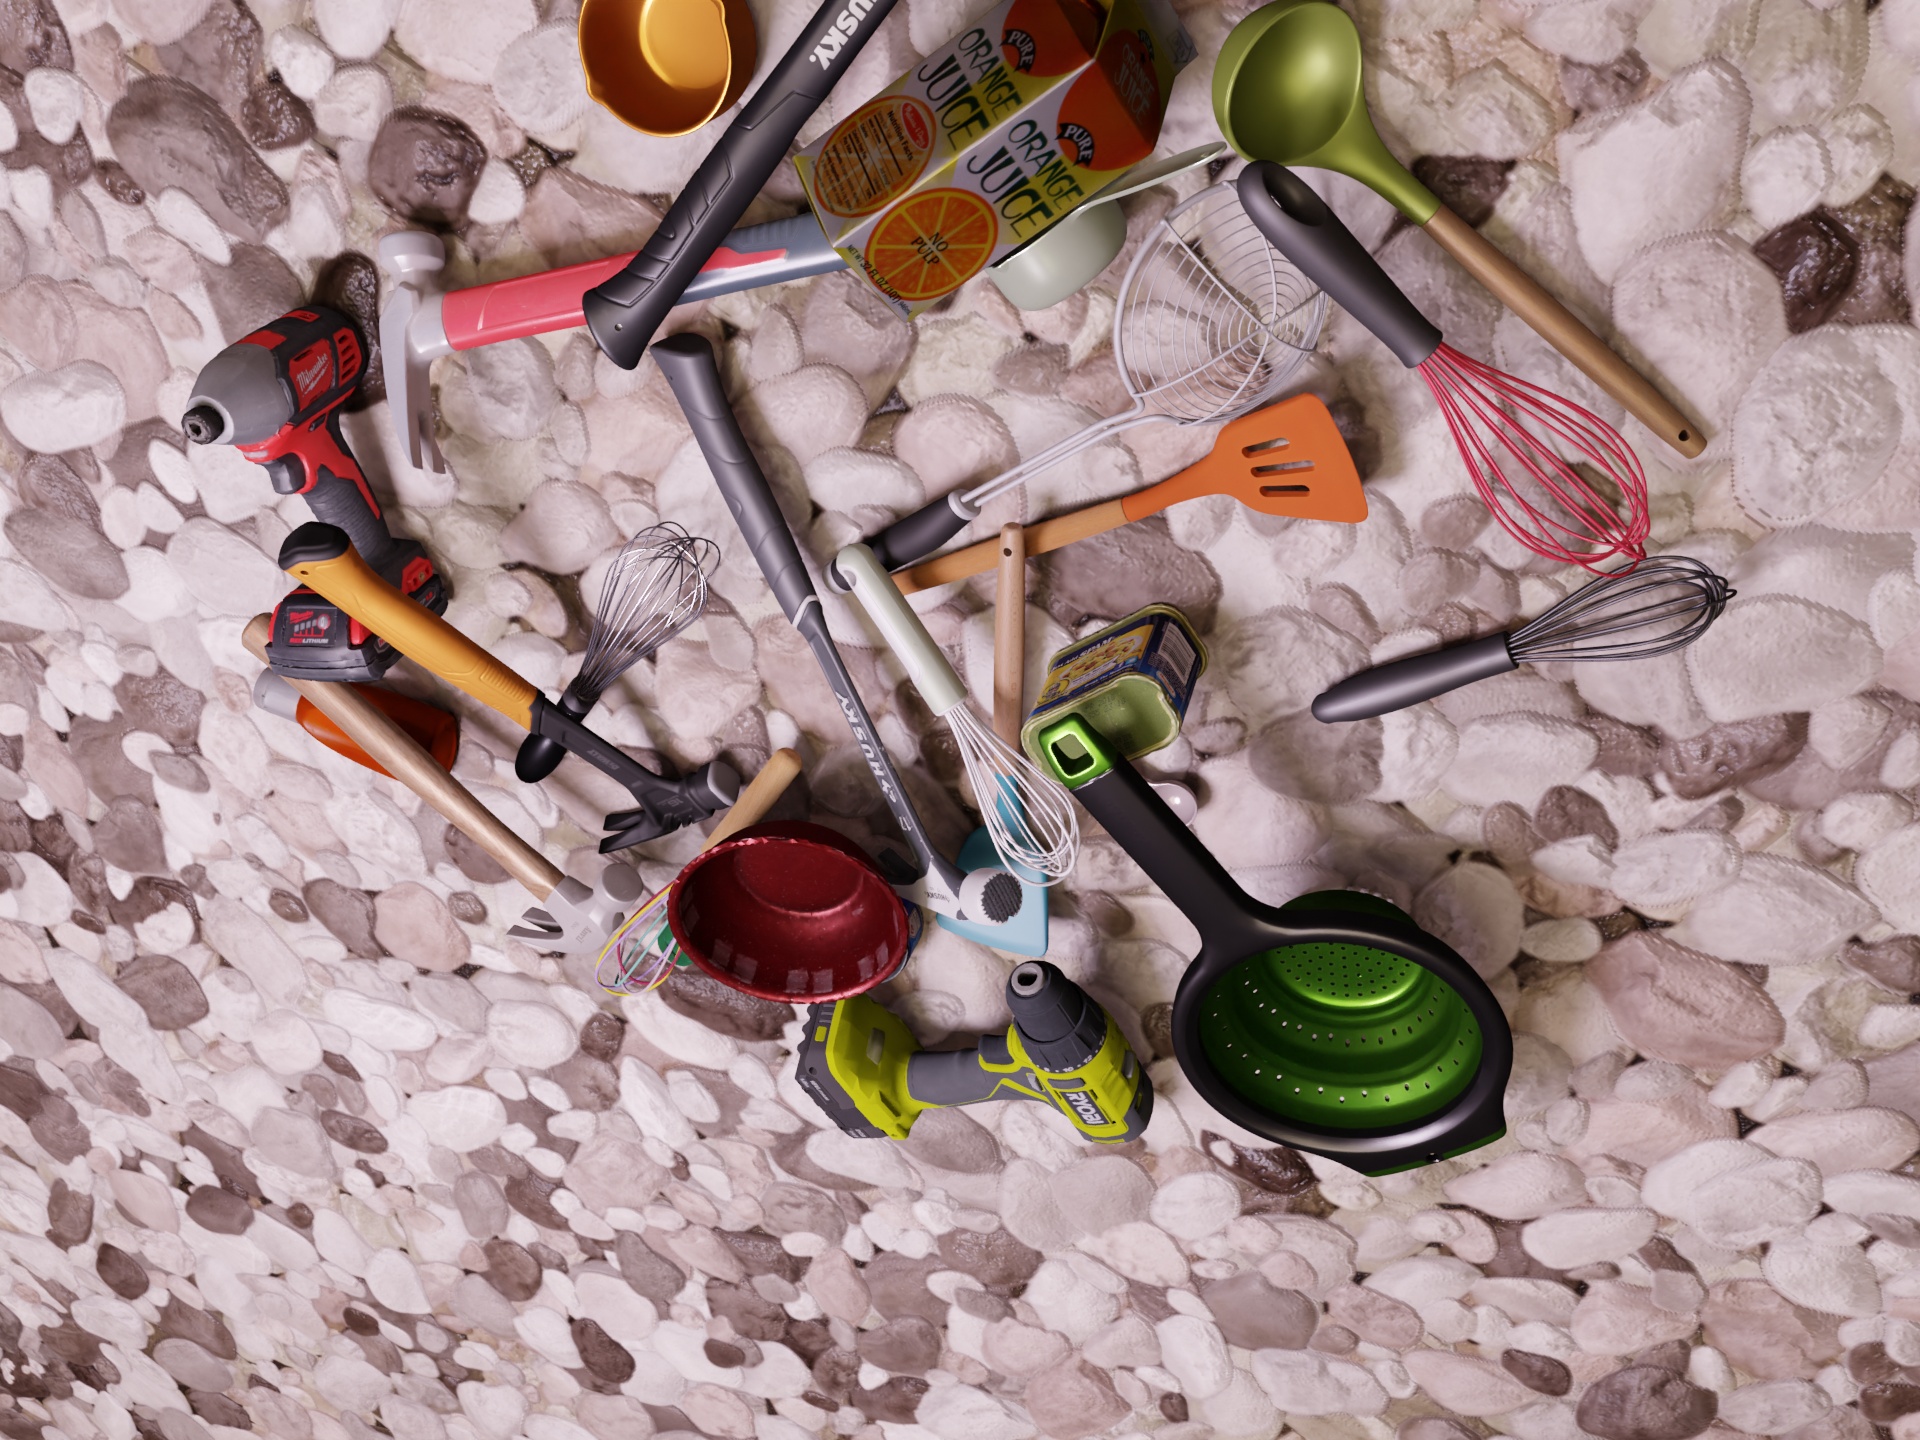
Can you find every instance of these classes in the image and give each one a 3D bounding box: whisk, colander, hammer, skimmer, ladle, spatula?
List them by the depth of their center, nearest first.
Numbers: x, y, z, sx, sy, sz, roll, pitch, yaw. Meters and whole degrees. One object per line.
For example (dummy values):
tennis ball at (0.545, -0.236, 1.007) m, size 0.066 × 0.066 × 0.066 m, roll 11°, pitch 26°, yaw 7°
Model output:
ladle at (0.253, -0.231, 0.781) m, size 0.320 × 0.062 × 0.078 m, roll 38°, pitch 107°, yaw -9°
whisk at (0.244, -0.172, 0.793) m, size 0.295 × 0.073 × 0.073 m, roll 39°, pitch 125°, yaw -16°
hammer at (-0.086, -0.311, 0.814) m, size 0.146 × 0.035 × 0.334 m, roll 34°, pitch 117°, yaw -21°
whisk at (0.306, -0.037, 0.888) m, size 0.239 × 0.055 × 0.055 m, roll -20°, pitch 112°, yaw 32°
skimmer at (0.046, -0.170, 0.898) m, size 0.127 × 0.090 × 0.363 m, roll 22°, pitch 148°, yaw -38°
hammer at (-0.162, -0.239, 0.906) m, size 0.386 × 0.038 × 0.143 m, roll -6°, pitch 89°, yaw 19°
spatula at (0.073, -0.112, 0.926) m, size 0.322 × 0.041 × 0.081 m, roll -16°, pitch 119°, yaw 28°
whisk at (-0.002, -0.003, 0.970) m, size 0.246 × 0.059 × 0.058 m, roll 56°, pitch 155°, yaw -9°
colander at (0.188, 0.119, 0.979) m, size 0.204 × 0.095 × 0.396 m, roll -30°, pitch 113°, yaw 32°
hammer at (-0.090, -0.051, 1.003) m, size 0.149 × 0.036 × 0.408 m, roll 0°, pitch 119°, yaw 57°
spatula at (0.027, 0.018, 1.009) m, size 0.082 × 0.044 × 0.317 m, roll 15°, pitch 130°, yaw 19°
hammer at (-0.301, -0.016, 1.040) m, size 0.127 × 0.034 × 0.336 m, roll -22°, pitch 136°, yaw 29°
whisk at (-0.245, -0.036, 1.077) m, size 0.070 × 0.070 × 0.284 m, roll 39°, pitch 130°, yaw -7°
whisk at (-0.182, 0.111, 1.117) m, size 0.047 × 0.051 × 0.245 m, roll 39°, pitch 112°, yaw -2°
hammer at (-0.373, 0.045, 1.121) m, size 0.331 × 0.031 × 0.130 m, roll 41°, pitch 135°, yaw -1°

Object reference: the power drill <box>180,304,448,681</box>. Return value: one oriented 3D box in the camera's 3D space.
power drill at (-0.418, -0.140, 1.021) m, size 0.078 × 0.143 × 0.219 m, roll 2°, pitch 123°, yaw 15°

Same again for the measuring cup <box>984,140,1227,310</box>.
measuring cup at (0.078, -0.247, 0.793) m, size 0.168 × 0.083 × 0.038 m, roll -2°, pitch 134°, yaw 53°

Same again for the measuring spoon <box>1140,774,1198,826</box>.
measuring spoon at (0.099, 0.027, 1.022) m, size 0.124 × 0.018 × 0.034 m, roll 33°, pitch 126°, yaw 6°

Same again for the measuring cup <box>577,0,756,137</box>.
measuring cup at (-0.173, -0.395, 0.833) m, size 0.095 × 0.052 × 0.173 m, roll -21°, pitch 110°, yaw 29°

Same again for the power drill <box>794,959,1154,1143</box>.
power drill at (0.005, 0.231, 1.114) m, size 0.228 × 0.080 × 0.190 m, roll -7°, pitch 139°, yaw 24°
